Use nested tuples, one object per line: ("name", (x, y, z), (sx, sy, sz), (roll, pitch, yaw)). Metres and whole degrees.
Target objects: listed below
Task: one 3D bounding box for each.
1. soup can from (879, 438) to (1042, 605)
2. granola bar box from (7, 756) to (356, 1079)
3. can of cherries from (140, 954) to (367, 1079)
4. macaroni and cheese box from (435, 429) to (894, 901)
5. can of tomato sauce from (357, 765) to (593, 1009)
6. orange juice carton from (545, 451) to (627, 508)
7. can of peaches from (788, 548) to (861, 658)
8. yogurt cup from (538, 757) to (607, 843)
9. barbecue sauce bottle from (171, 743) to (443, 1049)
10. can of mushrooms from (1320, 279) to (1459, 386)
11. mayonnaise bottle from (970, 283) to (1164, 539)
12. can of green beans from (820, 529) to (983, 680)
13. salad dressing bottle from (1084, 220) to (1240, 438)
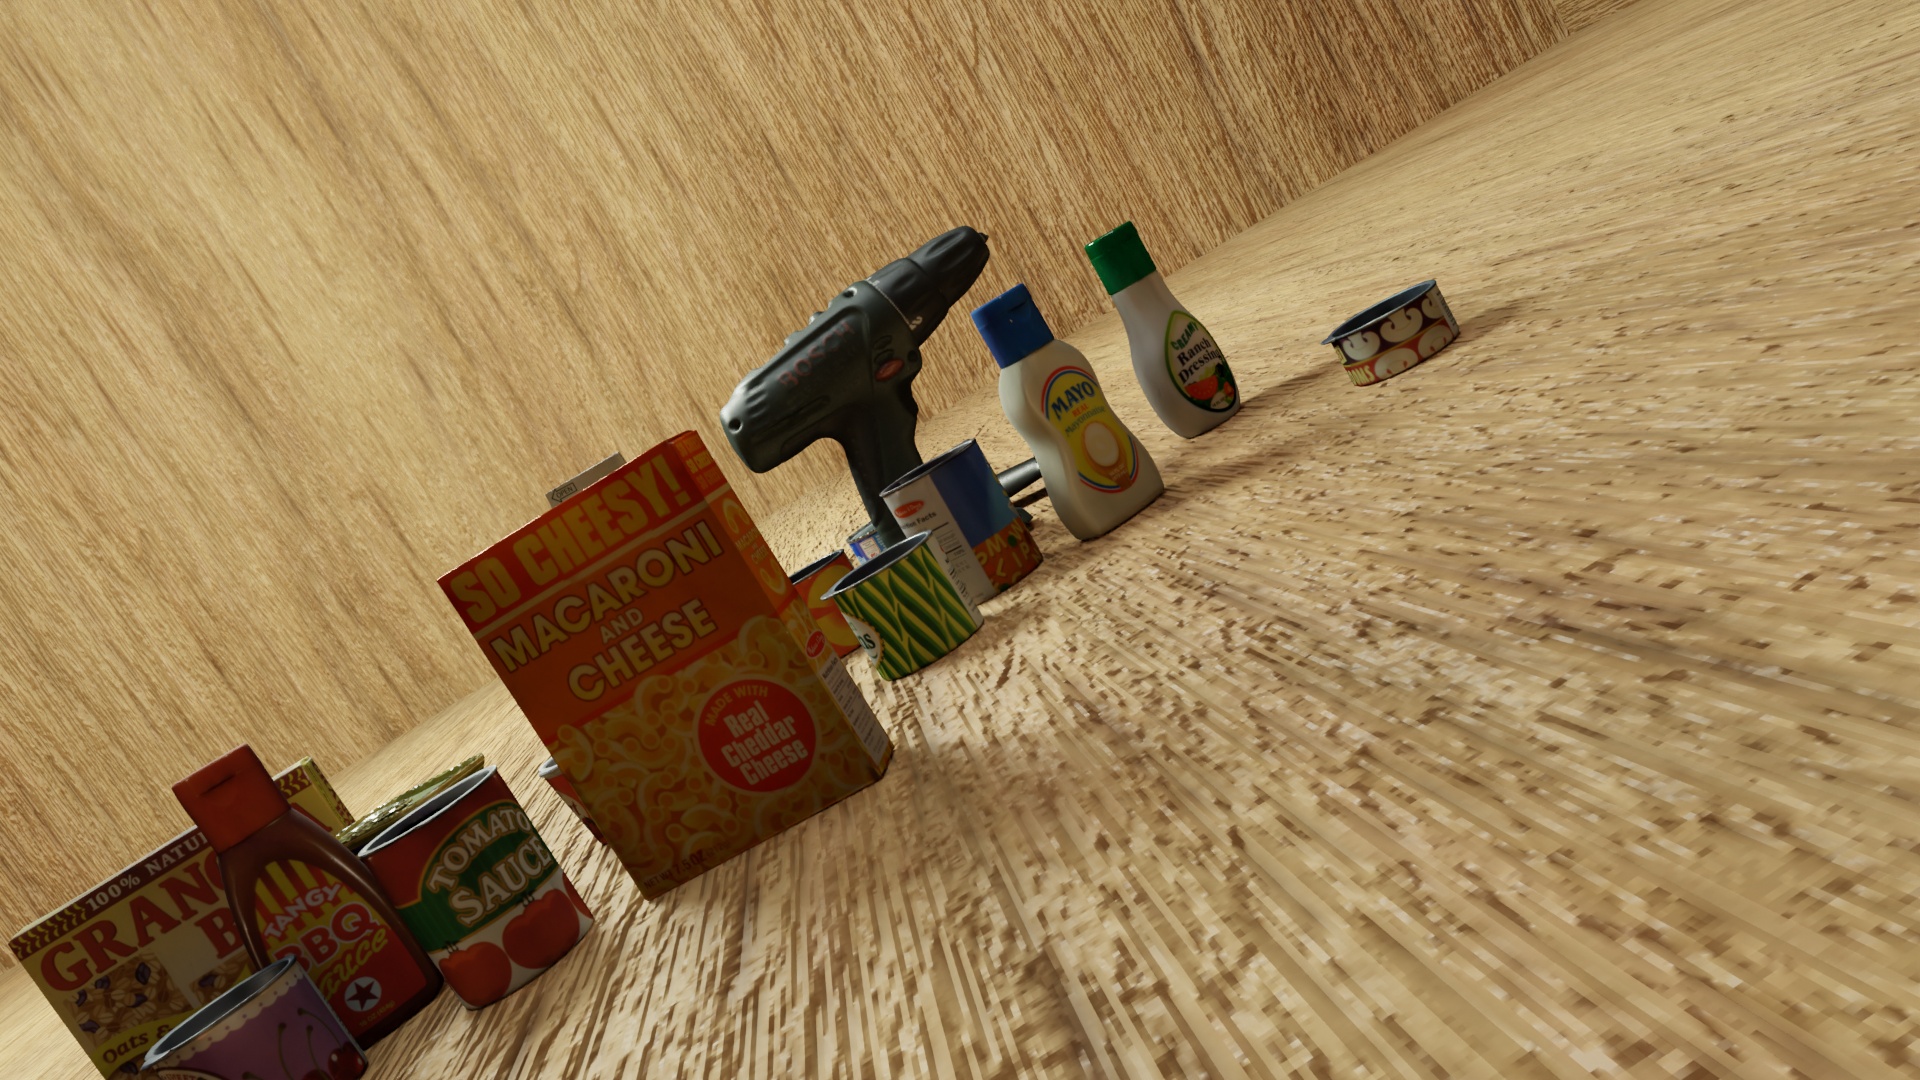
("soup can", (0.003, -0.010, 0.832), (0.071, 0.083, 0.071), (-30, 8, 5))
("granola bar box", (-0.401, 0.217, 0.764), (0.166, 0.124, 0.039), (-33, 8, -13))
("can of cherries", (-0.301, 0.223, 0.592), (0.071, 0.058, 0.071), (-30, 8, 5))
("macaroni and cheese box", (-0.125, 0.054, 0.598), (0.123, 0.166, 0.040), (-29, 7, 11))
("can of tomato sauce", (-0.211, 0.152, 0.611), (0.071, 0.083, 0.071), (-30, 8, 5))
("orange juice carton", (-0.226, 0.032, 1.018), (0.071, 0.192, 0.073), (-29, 8, 18))
("can of peaches", (-0.093, 0.048, 0.919), (0.071, 0.058, 0.071), (-30, 8, 5))
("yogurt cup", (-0.191, 0.132, 0.775), (0.072, 0.054, 0.072), (-30, 8, 5))
("barbecue sauce bottle", (-0.308, 0.165, 0.647), (0.065, 0.148, 0.043), (-34, 8, -22))
("can of mushrooms", (0.243, -0.116, 0.786), (0.071, 0.033, 0.071), (-30, 8, 5))
("mayonnaise bottle", (0.058, -0.077, 0.807), (0.065, 0.148, 0.041), (-34, 8, -24))
("can of green beans", (-0.029, 0.035, 0.760), (0.071, 0.057, 0.071), (-30, 8, 5))
("salad dressing bottle", (0.134, -0.142, 0.935), (0.064, 0.147, 0.044), (-35, 9, -32))
